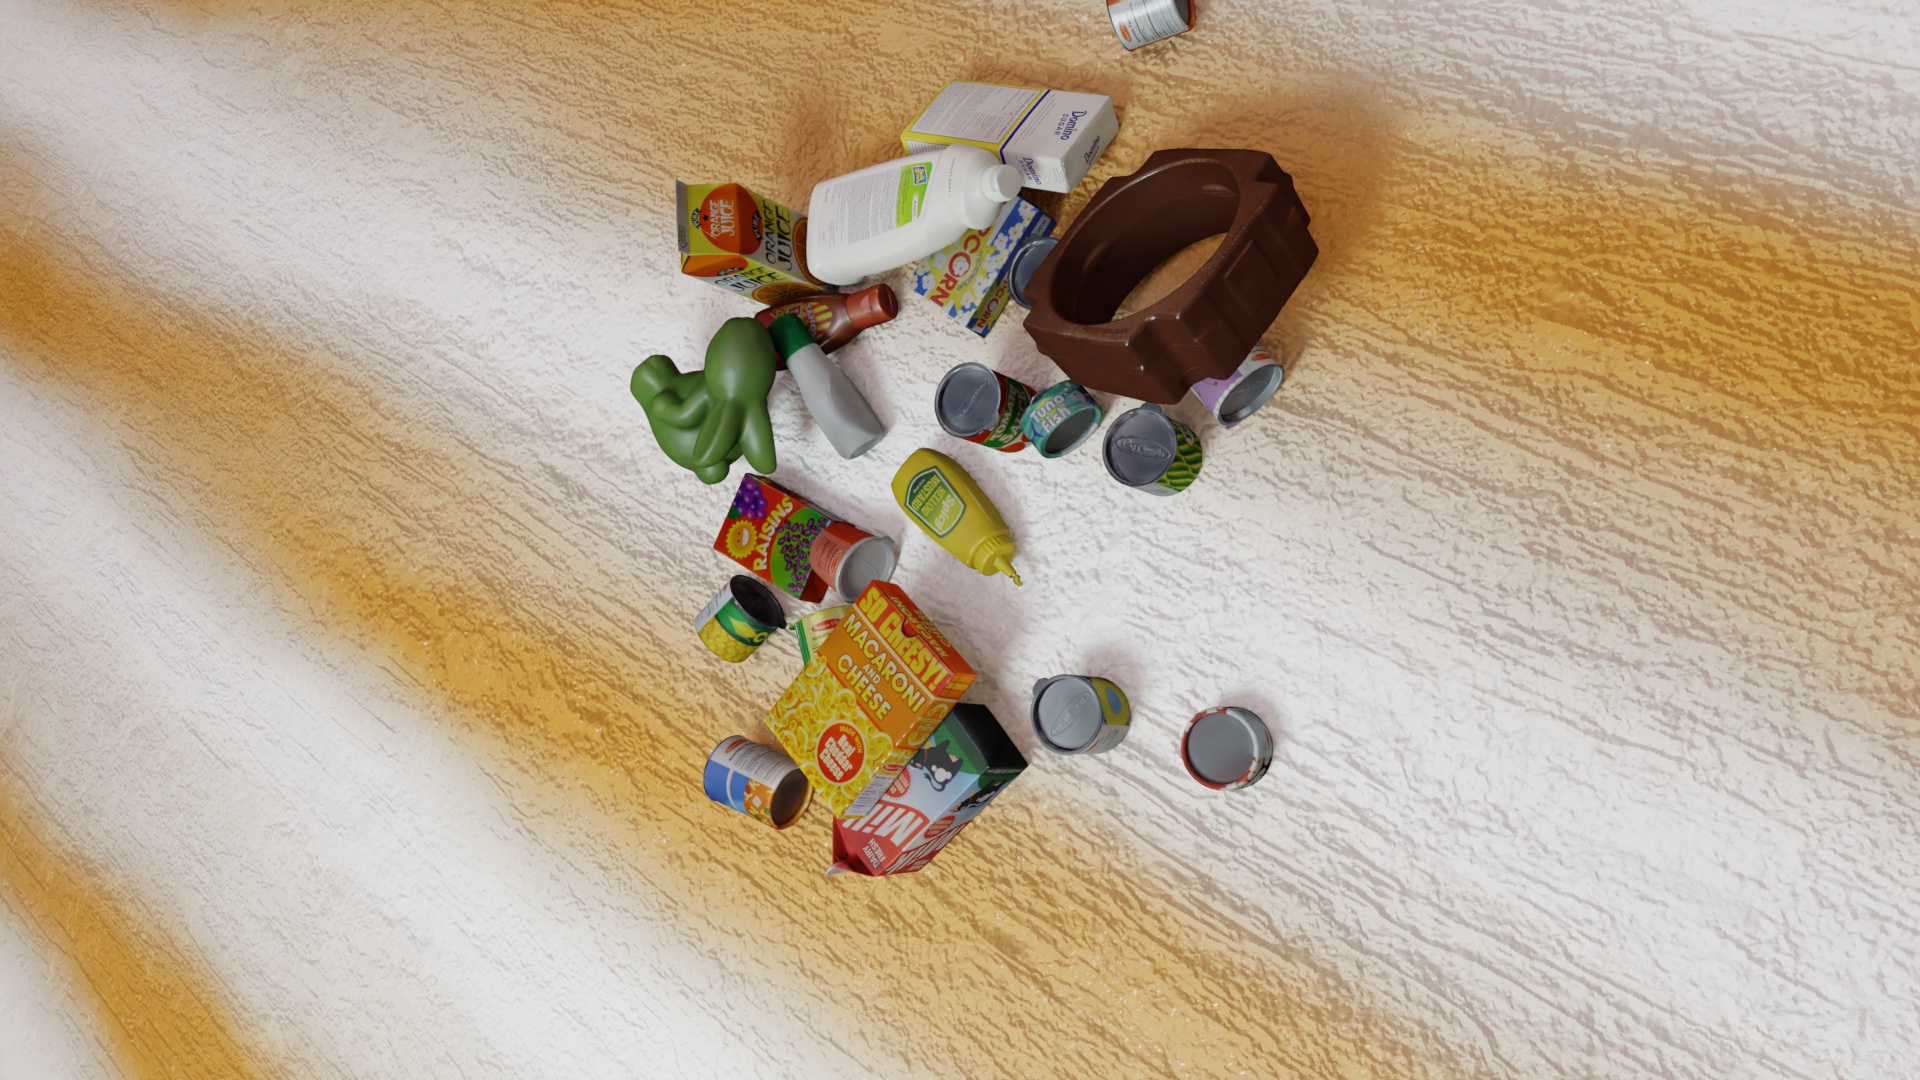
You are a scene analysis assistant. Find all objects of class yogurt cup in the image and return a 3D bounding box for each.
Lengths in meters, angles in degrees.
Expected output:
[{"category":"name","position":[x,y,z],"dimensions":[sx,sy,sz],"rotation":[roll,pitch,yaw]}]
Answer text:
[{"category":"yogurt cup","position":[-0.103,0.018,1.291],"dimensions":[0.054,0.072,0.072],"rotation":[31,99,39]}]

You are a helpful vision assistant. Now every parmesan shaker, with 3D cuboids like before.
[{"category":"parmesan shaker","position":[-0.112,0.119,1.277],"dimensions":[0.071,0.071,0.103],"rotation":[-24,72,26]}]

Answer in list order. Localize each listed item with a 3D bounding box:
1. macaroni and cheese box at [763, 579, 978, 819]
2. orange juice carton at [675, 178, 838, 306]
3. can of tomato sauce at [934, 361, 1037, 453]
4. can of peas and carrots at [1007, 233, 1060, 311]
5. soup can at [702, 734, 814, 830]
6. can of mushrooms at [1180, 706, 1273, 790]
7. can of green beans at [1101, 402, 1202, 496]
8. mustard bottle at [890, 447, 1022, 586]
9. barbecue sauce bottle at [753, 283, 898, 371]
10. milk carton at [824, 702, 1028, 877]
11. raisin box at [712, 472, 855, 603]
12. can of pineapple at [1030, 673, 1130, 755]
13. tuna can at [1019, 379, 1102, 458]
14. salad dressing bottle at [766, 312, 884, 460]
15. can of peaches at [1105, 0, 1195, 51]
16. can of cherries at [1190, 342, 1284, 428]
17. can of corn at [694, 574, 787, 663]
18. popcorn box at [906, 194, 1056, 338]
[{"category":"macaroni and cheese box","position":[-0.079,0.136,1.190],"dimensions":[0.166,0.040,0.124],"rotation":[-52,58,13]},{"category":"orange juice carton","position":[-0.203,-0.282,1.320],"dimensions":[0.073,0.193,0.072],"rotation":[-10,79,31]},{"category":"can of tomato sauce","position":[0.028,-0.115,1.219],"dimensions":[0.071,0.083,0.071],"rotation":[-5,81,31]},{"category":"can of peas and carrots","position":[0.083,-0.228,1.218],"dimensions":[0.071,0.059,0.071],"rotation":[-6,79,31]},{"category":"soup can","position":[-0.190,0.230,1.310],"dimensions":[0.084,0.071,0.071],"rotation":[17,92,32]},{"category":"can of mushrooms","position":[0.208,0.165,1.097],"dimensions":[0.071,0.033,0.071],"rotation":[-4,81,30]},{"category":"can of green beans","position":[0.159,-0.072,1.148],"dimensions":[0.071,0.058,0.071],"rotation":[-5,80,31]},{"category":"mustard bottle","position":[0.004,-0.016,1.238],"dimensions":[0.160,0.049,0.065],"rotation":[46,108,28]},{"category":"barbecue sauce bottle","position":[-0.131,-0.212,1.353],"dimensions":[0.148,0.044,0.065],"rotation":[-13,86,29]},{"category":"milk carton","position":[-0.040,0.231,1.214],"dimensions":[0.190,0.072,0.073],"rotation":[-47,62,17]},{"category":"raisin box","position":[-0.173,-0.004,1.350],"dimensions":[0.123,0.040,0.086],"rotation":[27,97,30]},{"category":"can of pineapple","position":[0.099,0.143,1.152],"dimensions":[0.071,0.058,0.071],"rotation":[-5,80,30]},{"category":"tuna can","position":[0.086,-0.104,1.190],"dimensions":[0.071,0.071,0.033],"rotation":[-45,64,18]},{"category":"salad dressing bottle","position":[-0.131,-0.147,1.317],"dimensions":[0.044,0.064,0.148],"rotation":[-38,82,28]},{"category":"can of peaches","position":[0.165,-0.466,1.201],"dimensions":[0.058,0.071,0.071],"rotation":[-9,78,30]},{"category":"can of cherries","position":[0.215,-0.134,1.120],"dimensions":[0.071,0.071,0.058],"rotation":[-45,63,18]},{"category":"can of corn","position":[-0.213,0.078,1.348],"dimensions":[0.058,0.071,0.071],"rotation":[-44,63,19]},{"category":"popcorn box","position":[0.019,-0.263,1.273],"dimensions":[0.085,0.038,0.126],"rotation":[39,103,30]}]
